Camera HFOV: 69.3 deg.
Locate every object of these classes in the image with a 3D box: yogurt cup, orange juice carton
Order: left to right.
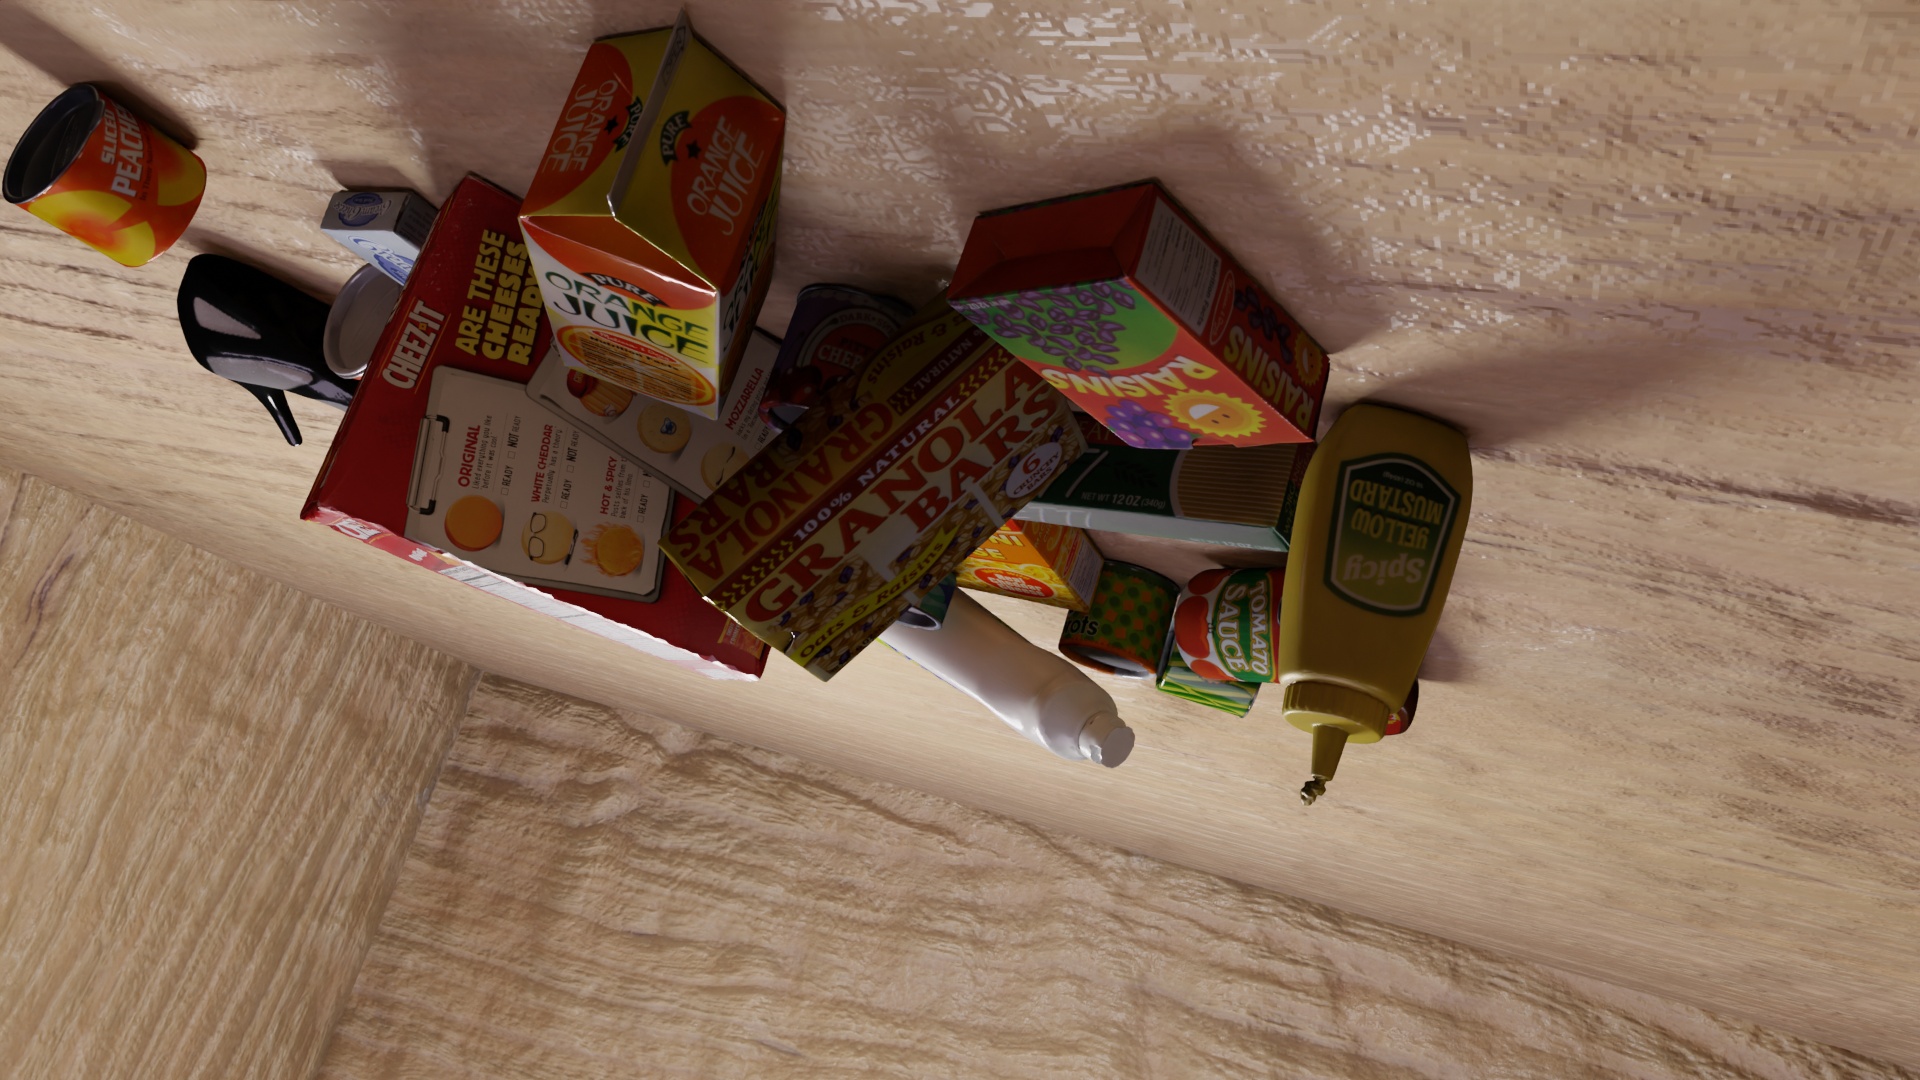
[{"bbox_3d":[-0.308,-0.114,0.767,0.072,0.072,0.054,7,169,35],"label":"yogurt cup"},{"bbox_3d":[-0.113,-0.115,0.520,0.073,0.072,0.192,19,165,-5],"label":"orange juice carton"}]

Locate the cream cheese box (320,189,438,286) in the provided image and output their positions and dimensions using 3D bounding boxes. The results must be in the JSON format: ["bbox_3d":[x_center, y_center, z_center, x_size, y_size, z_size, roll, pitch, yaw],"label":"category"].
[{"bbox_3d":[-0.262,-0.138,0.700,0.053,0.024,0.103,8,162,29],"label":"cream cheese box"}]

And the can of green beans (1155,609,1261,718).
[{"bbox_3d":[0.161,0.072,0.880,0.058,0.071,0.071,18,165,3],"label":"can of green beans"}]

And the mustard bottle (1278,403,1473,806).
[{"bbox_3d":[0.157,0.027,0.545,0.065,0.160,0.048,15,163,5],"label":"mustard bottle"}]

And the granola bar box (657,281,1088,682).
[{"bbox_3d":[-0.029,-0.021,0.590,0.039,0.165,0.124,47,178,27],"label":"granola bar box"}]

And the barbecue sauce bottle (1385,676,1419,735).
[{"bbox_3d":[0.250,0.082,0.857,0.065,0.044,0.148,13,164,21],"label":"barbecue sauce bottle"}]

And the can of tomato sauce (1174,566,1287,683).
[{"bbox_3d":[0.170,0.048,0.779,0.071,0.071,0.083,28,162,-32],"label":"can of tomato sauce"}]

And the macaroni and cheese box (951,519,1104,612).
[{"bbox_3d":[0.003,-0.010,0.818,0.124,0.040,0.166,10,163,25],"label":"macaroni and cheese box"}]

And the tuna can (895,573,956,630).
[{"bbox_3d":[-0.037,0.029,0.860,0.071,0.033,0.071,18,166,5],"label":"tuna can"}]

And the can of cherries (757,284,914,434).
[{"bbox_3d":[-0.051,-0.073,0.622,0.071,0.058,0.071,17,165,5],"label":"can of cherries"}]

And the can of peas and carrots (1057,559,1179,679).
[{"bbox_3d":[0.099,0.050,0.887,0.071,0.059,0.070,16,164,5],"label":"can of peas and carrots"}]

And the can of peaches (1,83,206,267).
[{"bbox_3d":[-0.405,-0.173,0.662,0.071,0.071,0.058,8,161,32],"label":"can of peaches"}]

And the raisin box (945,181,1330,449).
[{"bbox_3d":[0.068,-0.077,0.513,0.086,0.040,0.123,1,158,45],"label":"raisin box"}]

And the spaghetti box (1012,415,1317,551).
[{"bbox_3d":[0.045,-0.034,0.668,0.250,0.050,0.028,7,159,35],"label":"spaghetti box"}]
